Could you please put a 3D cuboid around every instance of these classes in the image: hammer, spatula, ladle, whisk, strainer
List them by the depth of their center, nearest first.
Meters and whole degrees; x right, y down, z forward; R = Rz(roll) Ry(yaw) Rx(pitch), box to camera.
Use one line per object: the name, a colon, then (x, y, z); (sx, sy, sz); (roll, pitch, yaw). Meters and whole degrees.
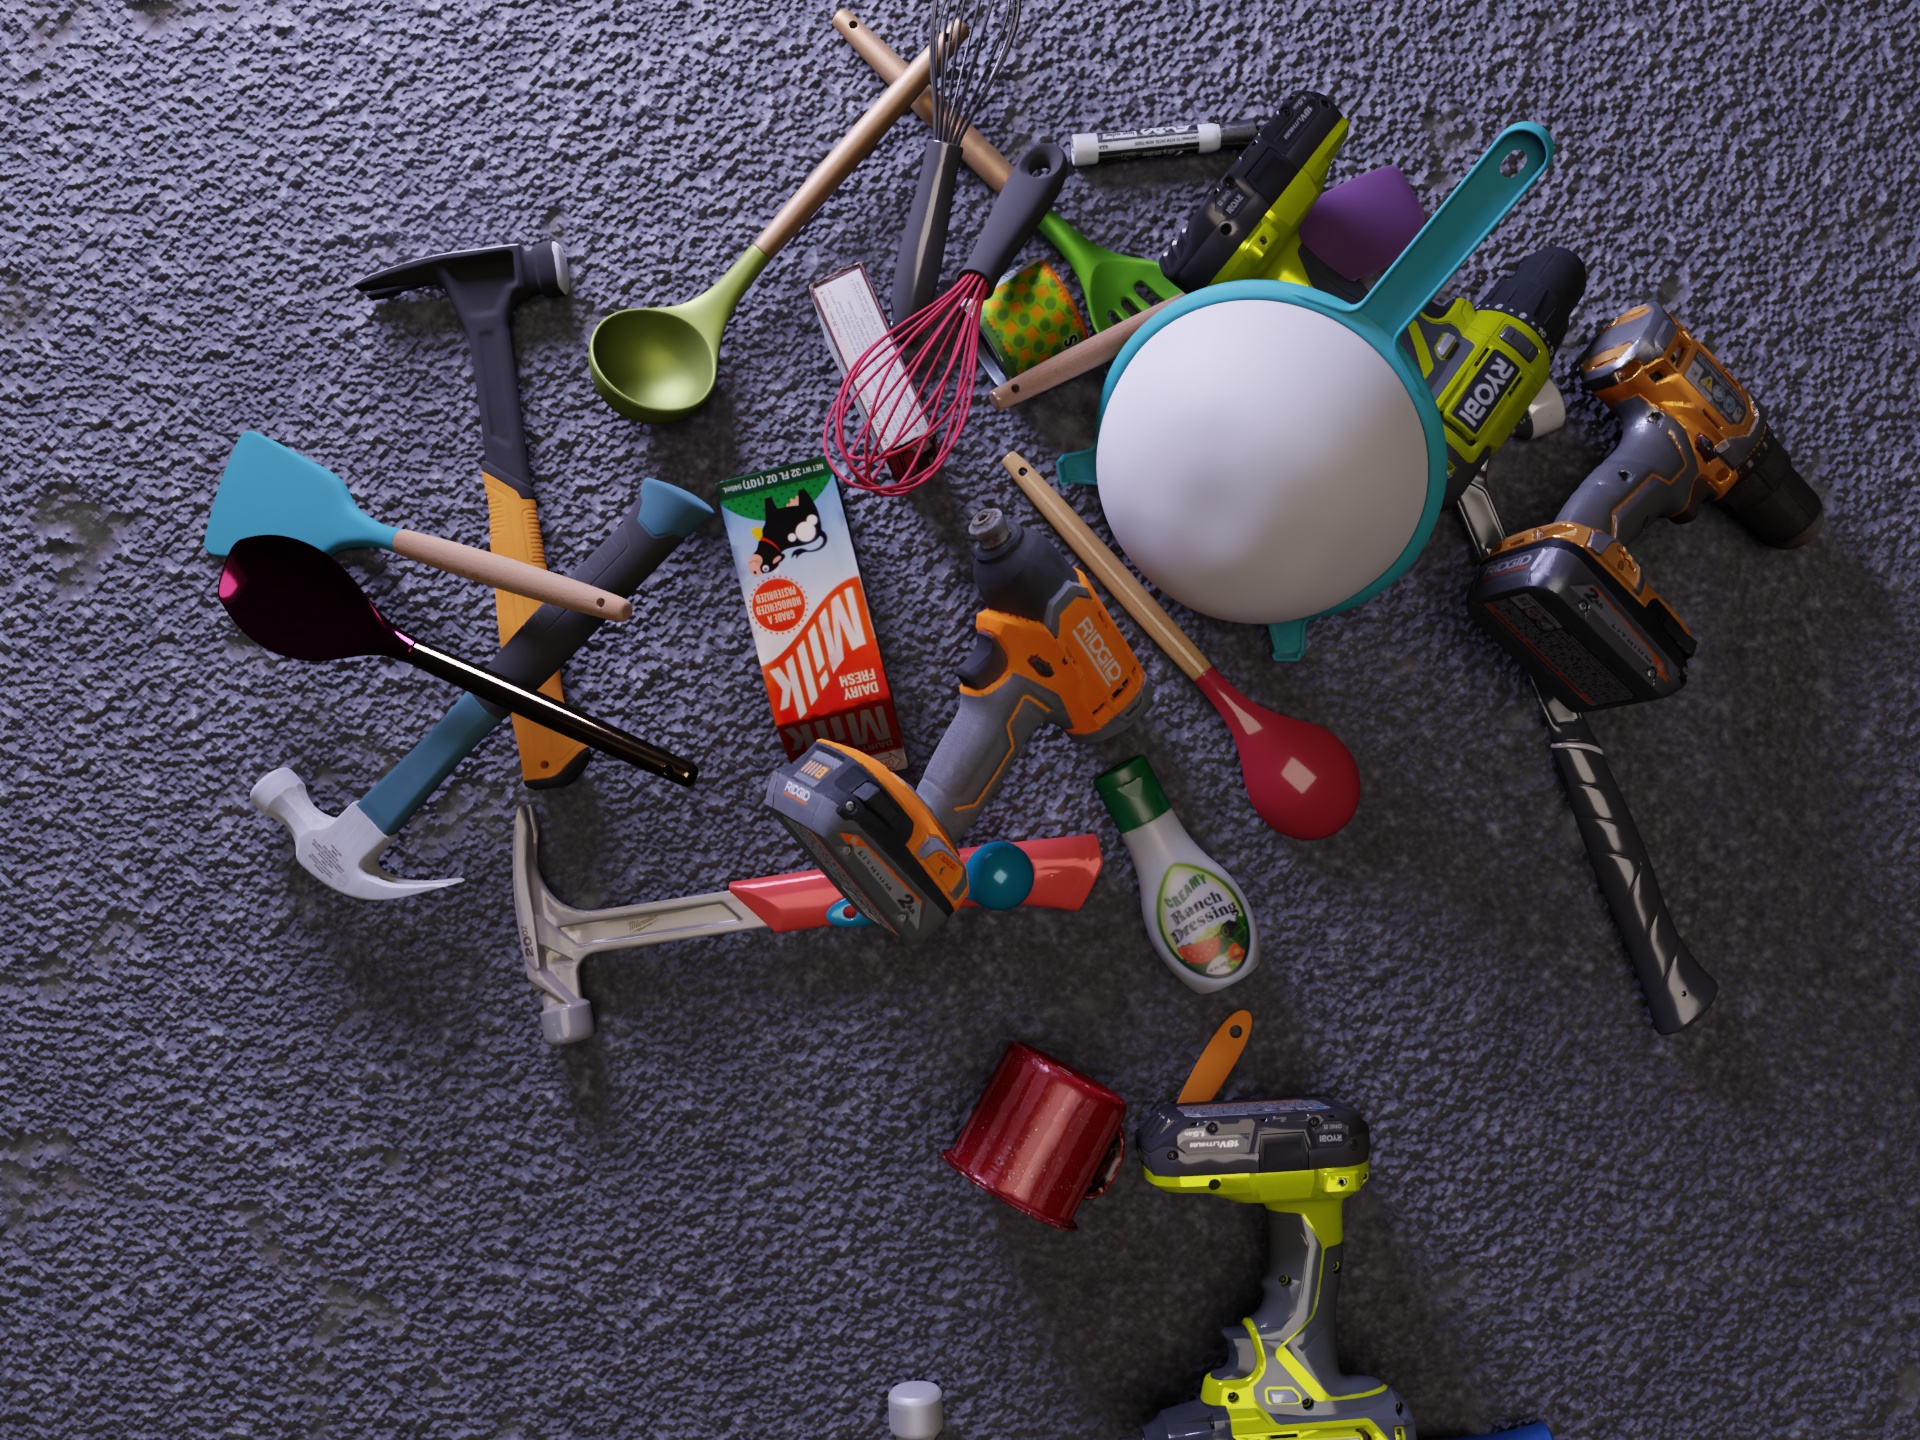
strainer: (0.189, -0.170, 0.860); (0.211, 0.095, 0.340); (40, 133, 2)
whisk: (0.002, -0.236, 0.910); (0.073, 0.073, 0.296); (26, 60, 0)
spatula: (-0.323, -0.102, 0.945); (0.318, 0.044, 0.082); (17, 87, 28)
hammer: (-0.275, -0.021, 0.950); (0.331, 0.033, 0.128); (-44, 85, 8)
whisk: (-0.008, -0.348, 0.966); (0.055, 0.055, 0.239); (14, 105, 0)
ladle: (-0.105, -0.309, 0.971); (0.078, 0.062, 0.320); (42, 91, -1)
spatula: (0.155, -0.259, 0.973); (0.316, 0.018, 0.060); (-28, 90, -14)
hammer: (0.161, 0.473, 0.979); (0.405, 0.035, 0.144); (-3, 89, -1)
hammer: (-0.093, 0.101, 0.983); (0.359, 0.036, 0.149); (-8, 89, 0)
hammer: (-0.285, -0.123, 0.986); (0.127, 0.034, 0.337); (-9, 89, -1)
hammer: (0.371, 0.001, 0.990); (0.149, 0.036, 0.409); (-22, 90, 0)
ladle: (0.135, -0.049, 0.993); (0.069, 0.031, 0.315); (-42, 88, 0)

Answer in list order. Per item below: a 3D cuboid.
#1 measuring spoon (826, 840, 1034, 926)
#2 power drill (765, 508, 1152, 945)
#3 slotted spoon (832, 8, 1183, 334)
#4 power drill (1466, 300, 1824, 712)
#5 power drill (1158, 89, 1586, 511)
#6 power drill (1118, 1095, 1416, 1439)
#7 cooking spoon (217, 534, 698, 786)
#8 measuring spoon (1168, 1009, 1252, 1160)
measuring spoon: (-0.018, 0.104, 0.953); (0.128, 0.021, 0.042); (-14, 89, 0)
power drill: (-0.001, -0.003, 0.914); (0.226, 0.084, 0.164); (-47, 124, -16)
slotted spoon: (0.035, -0.335, 0.997); (0.314, 0.031, 0.070); (45, 81, 2)
power drill: (0.417, -0.111, 0.944); (0.185, 0.084, 0.226); (39, 69, -15)
power drill: (0.252, -0.259, 0.943); (0.228, 0.080, 0.190); (39, 75, -4)
power drill: (0.172, 0.343, 0.940); (0.171, 0.080, 0.223); (-3, 84, -3)
cooking spoon: (-0.296, -0.029, 0.928); (0.319, 0.017, 0.069); (23, 96, 9)
measuring spoon: (0.150, 0.232, 0.994); (0.021, 0.011, 0.117); (31, 89, 0)
